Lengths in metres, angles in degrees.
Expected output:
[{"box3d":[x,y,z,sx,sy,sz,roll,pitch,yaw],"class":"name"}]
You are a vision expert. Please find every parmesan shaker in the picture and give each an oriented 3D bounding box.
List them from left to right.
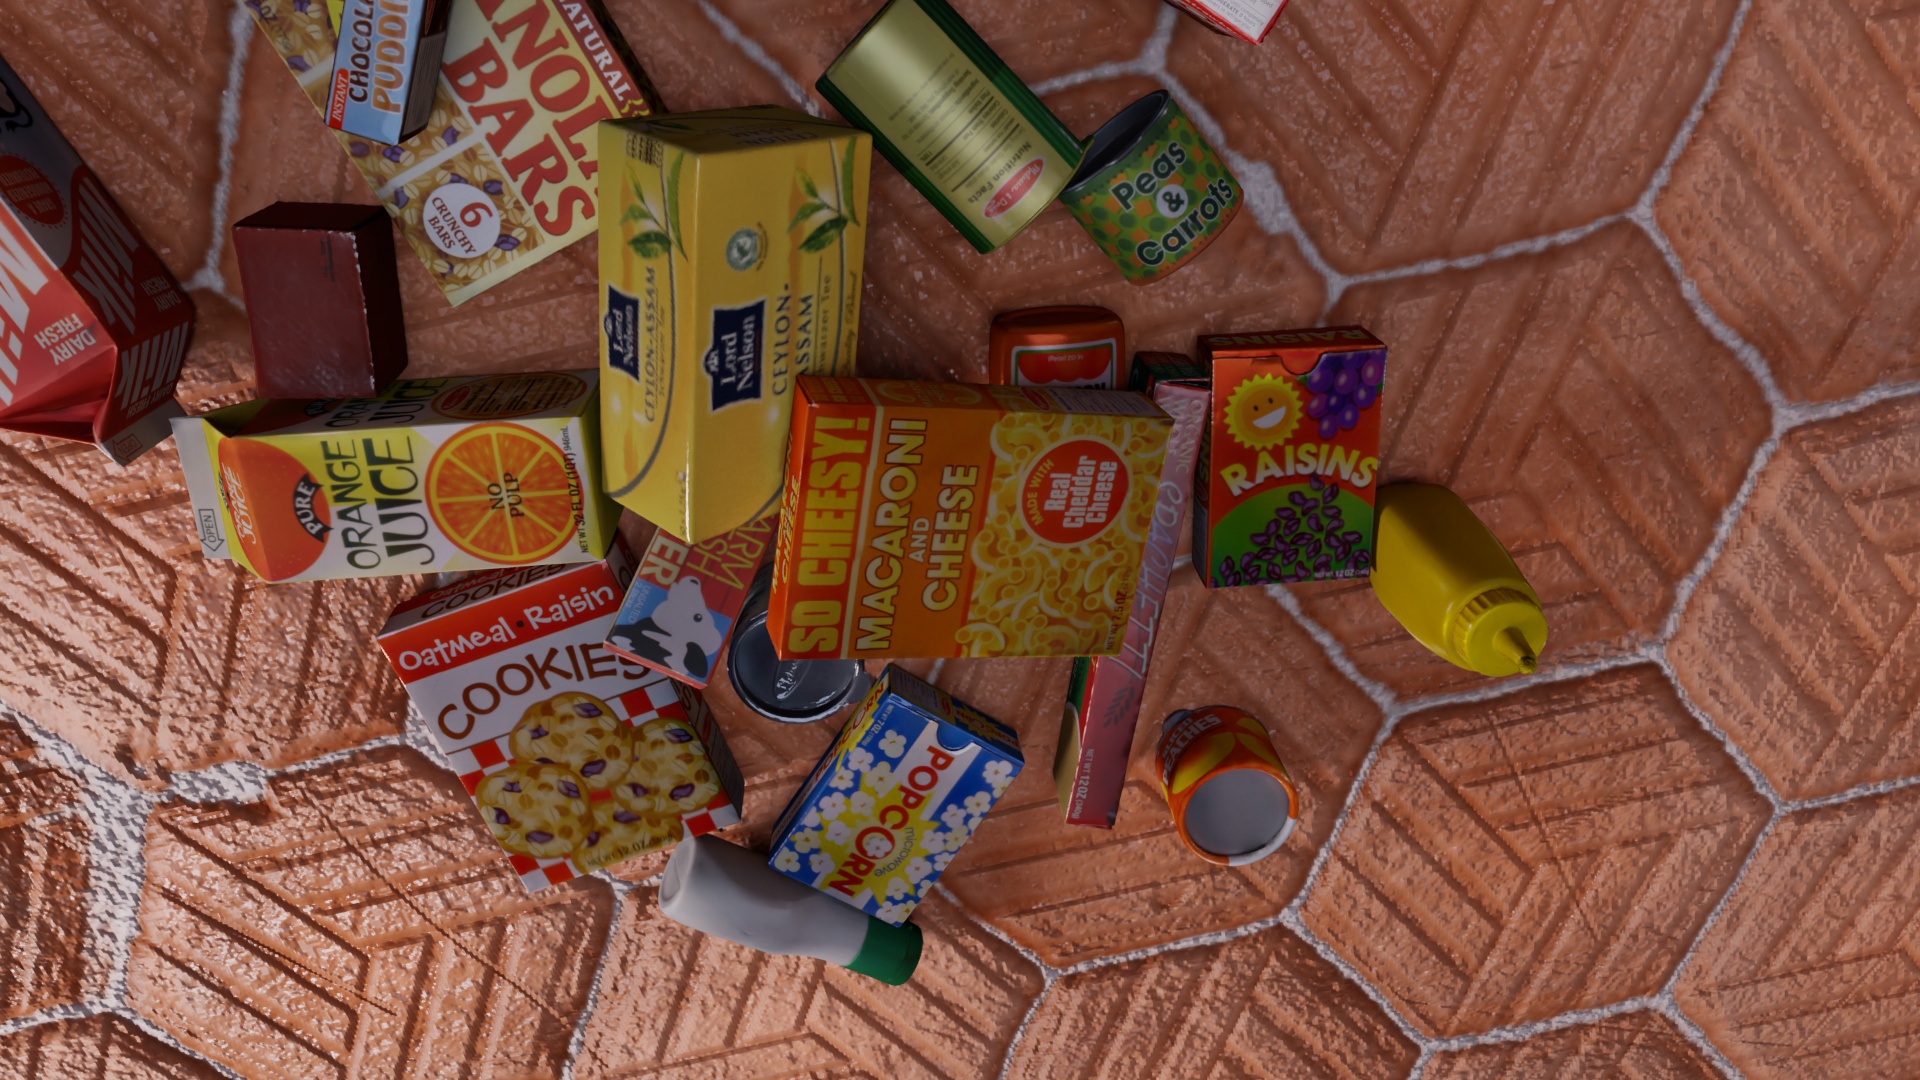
[{"box3d":[-0.002,-0.185,0.601,0.071,0.071,0.103,-43,109,13],"class":"parmesan shaker"}]

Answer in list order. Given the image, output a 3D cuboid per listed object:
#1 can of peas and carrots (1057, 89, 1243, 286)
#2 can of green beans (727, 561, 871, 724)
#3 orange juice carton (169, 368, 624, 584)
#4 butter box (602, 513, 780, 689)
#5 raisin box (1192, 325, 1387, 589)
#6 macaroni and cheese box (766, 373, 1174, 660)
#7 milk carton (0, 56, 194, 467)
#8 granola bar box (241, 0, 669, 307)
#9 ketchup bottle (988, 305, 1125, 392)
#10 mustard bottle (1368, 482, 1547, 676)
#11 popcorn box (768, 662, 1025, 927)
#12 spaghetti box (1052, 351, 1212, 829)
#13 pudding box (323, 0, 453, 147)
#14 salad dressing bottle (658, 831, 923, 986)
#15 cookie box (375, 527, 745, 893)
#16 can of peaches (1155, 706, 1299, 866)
[{"box3d":[0.084,-0.155,0.617,0.071,0.071,0.058,-40,111,12],"class":"can of peas and carrots"},{"box3d":[-0.081,0.049,0.698,0.071,0.058,0.071,-2,113,-4],"class":"can of green beans"},{"box3d":[-0.260,-0.030,0.642,0.193,0.073,0.071,-4,114,-2],"class":"orange juice carton"},{"box3d":[-0.127,0.015,0.670,0.053,0.024,0.104,26,75,-13],"class":"butter box"},{"box3d":[0.160,-0.041,0.689,0.086,0.040,0.123,-3,112,-2],"class":"raisin box"},{"box3d":[0.002,-0.008,0.627,0.167,0.040,0.123,1,114,-19],"class":"macaroni and cheese box"},{"box3d":[-0.405,-0.120,0.592,0.073,0.072,0.190,-27,111,7],"class":"milk carton"},{"box3d":[-0.209,-0.202,0.592,0.124,0.039,0.165,-27,112,7],"class":"granola bar box"},{"box3d":[0.047,-0.038,0.679,0.065,0.044,0.148,-5,114,-9],"class":"ketchup bottle"},{"box3d":[0.236,0.025,0.656,0.049,0.161,0.065,-11,115,-1],"class":"mustard bottle"},{"box3d":[-0.036,0.139,0.750,0.085,0.038,0.126,30,108,-14],"class":"popcorn box"},{"box3d":[0.084,0.028,0.706,0.029,0.050,0.249,6,112,-8],"class":"spaghetti box"},{"box3d":[-0.220,-0.201,0.542,0.030,0.050,0.083,16,111,-12],"class":"pudding box"},{"box3d":[-0.090,0.206,0.765,0.147,0.064,0.044,27,96,-23],"class":"salad dressing bottle"},{"box3d":[-0.201,0.089,0.716,0.123,0.040,0.166,-19,114,4],"class":"cookie box"},{"box3d":[0.141,0.131,0.750,0.071,0.058,0.071,-2,114,-4],"class":"can of peaches"}]
